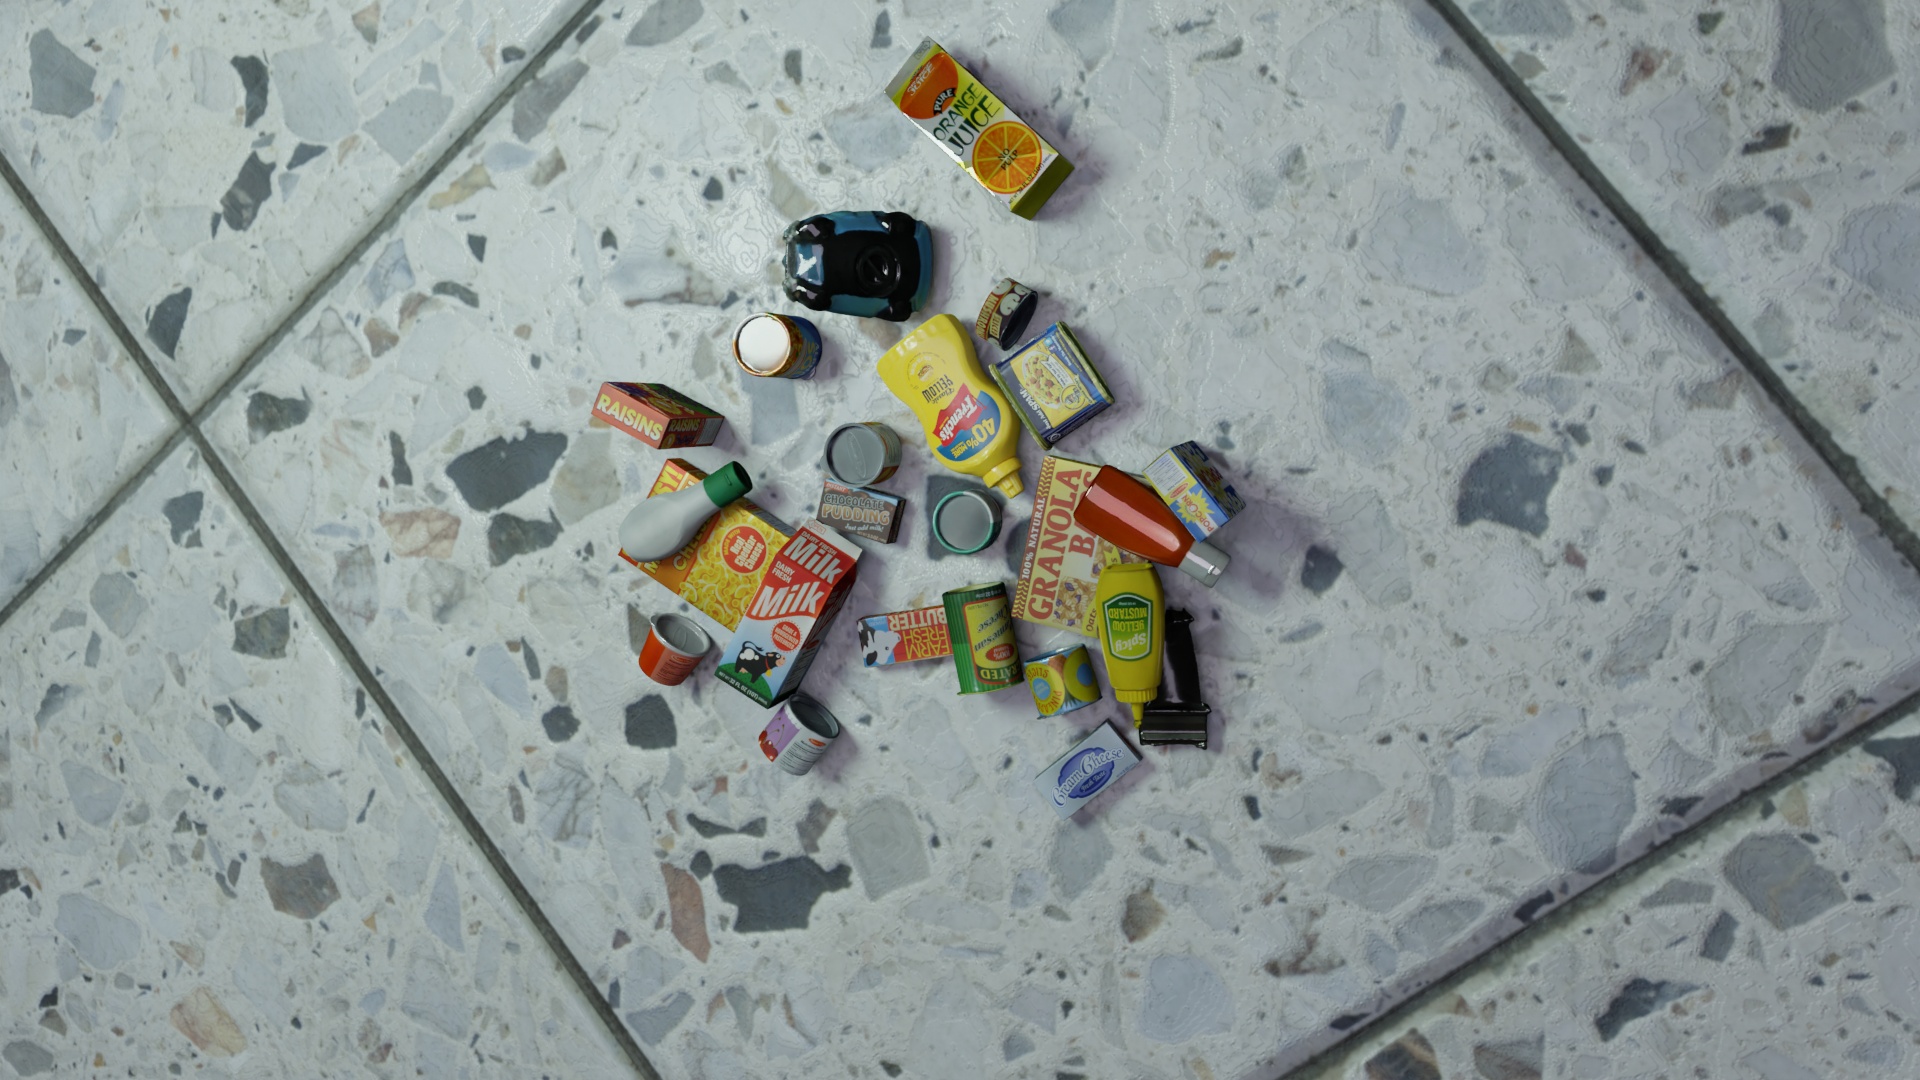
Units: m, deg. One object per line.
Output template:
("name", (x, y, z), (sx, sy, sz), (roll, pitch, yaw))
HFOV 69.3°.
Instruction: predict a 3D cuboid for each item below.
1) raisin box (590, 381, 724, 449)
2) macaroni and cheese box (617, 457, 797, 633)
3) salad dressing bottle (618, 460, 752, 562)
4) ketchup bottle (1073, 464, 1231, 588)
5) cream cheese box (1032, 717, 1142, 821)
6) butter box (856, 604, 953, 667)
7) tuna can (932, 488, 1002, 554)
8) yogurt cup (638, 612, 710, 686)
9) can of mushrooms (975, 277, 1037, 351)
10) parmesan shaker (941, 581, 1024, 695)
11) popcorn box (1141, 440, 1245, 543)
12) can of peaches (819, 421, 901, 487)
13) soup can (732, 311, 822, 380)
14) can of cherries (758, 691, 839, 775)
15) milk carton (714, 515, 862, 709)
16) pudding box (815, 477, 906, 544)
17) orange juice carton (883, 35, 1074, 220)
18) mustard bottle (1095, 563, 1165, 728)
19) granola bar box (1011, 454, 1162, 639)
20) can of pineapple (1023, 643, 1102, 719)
("raisin box", (-0.313, -0.131, 1.443), (0.086, 0.123, 0.040), (28, 103, 12))
("macaroni and cheese box", (-0.268, 0.005, 1.486), (0.166, 0.040, 0.123), (32, 102, 11))
("salad dressing bottle", (-0.285, -0.031, 1.444), (0.147, 0.044, 0.064), (-30, 84, 14))
("ketchup bottle", (0.184, -0.009, 1.316), (0.149, 0.043, 0.064), (33, 103, 8))
("cream cheese box", (0.128, 0.232, 1.404), (0.103, 0.024, 0.053), (-42, 82, 15))
("butter box", (-0.053, 0.099, 1.443), (0.103, 0.024, 0.053), (-10, 93, 17))
("tuna can", (0.005, -0.018, 1.411), (0.071, 0.033, 0.071), (1, 95, 15))
("yogurt cup", (-0.311, 0.120, 1.498), (0.072, 0.072, 0.053), (38, 112, 9))
("can of mushrooms", (0.044, -0.221, 1.362), (0.033, 0.071, 0.071), (32, 103, 12))
("parmesan shaker", (0.020, 0.098, 1.398), (0.071, 0.071, 0.103), (-11, 92, 17))
("popcorn box", (0.220, -0.048, 1.299), (0.038, 0.127, 0.085), (-41, 84, 19))
("can of peaches", (-0.101, -0.088, 1.422), (0.071, 0.058, 0.071), (2, 96, 16))
("soup can", (-0.186, -0.197, 1.422), (0.071, 0.084, 0.071), (2, 96, 15))
("can of cherries", (-0.171, 0.204, 1.466), (0.071, 0.071, 0.058), (41, 105, 9))
("milk carton", (-0.174, 0.073, 1.449), (0.072, 0.073, 0.190), (32, 102, 11))
("pudding box", (-0.103, -0.031, 1.442), (0.084, 0.030, 0.049), (18, 99, 13))
("orange juice carton", (0.013, -0.404, 1.353), (0.193, 0.073, 0.071), (44, 105, 8))
("mustard bottle", (0.166, 0.103, 1.329), (0.065, 0.049, 0.160), (-4, 95, 15))
("granola bar box", (0.128, 0.008, 1.375), (0.124, 0.039, 0.165), (13, 99, 12))
("can of pineapple", (0.100, 0.139, 1.380), (0.071, 0.071, 0.058), (-19, 89, 17))
